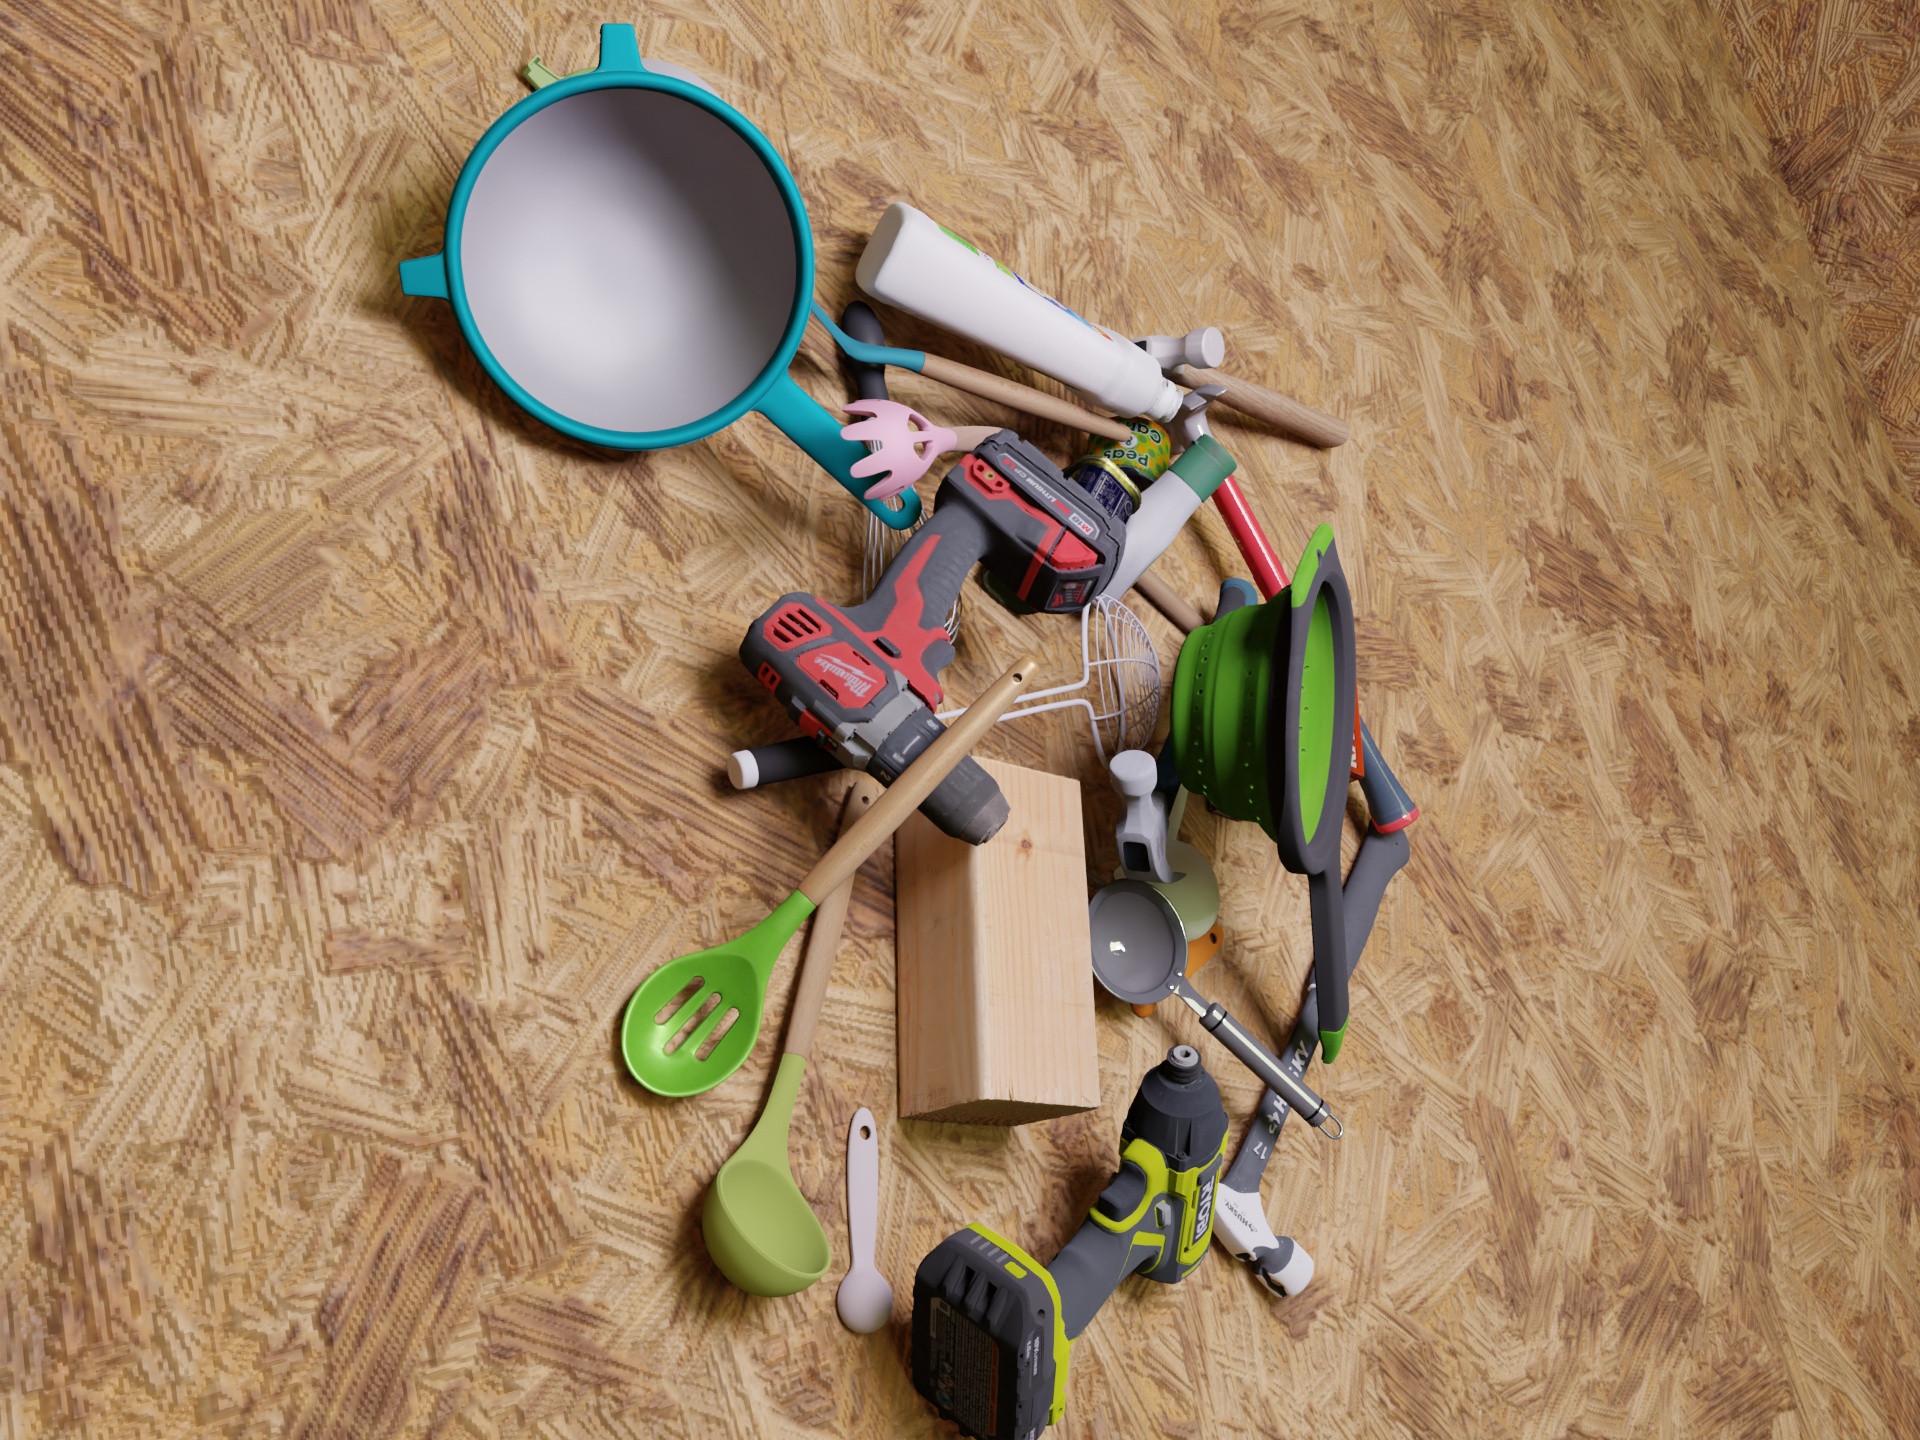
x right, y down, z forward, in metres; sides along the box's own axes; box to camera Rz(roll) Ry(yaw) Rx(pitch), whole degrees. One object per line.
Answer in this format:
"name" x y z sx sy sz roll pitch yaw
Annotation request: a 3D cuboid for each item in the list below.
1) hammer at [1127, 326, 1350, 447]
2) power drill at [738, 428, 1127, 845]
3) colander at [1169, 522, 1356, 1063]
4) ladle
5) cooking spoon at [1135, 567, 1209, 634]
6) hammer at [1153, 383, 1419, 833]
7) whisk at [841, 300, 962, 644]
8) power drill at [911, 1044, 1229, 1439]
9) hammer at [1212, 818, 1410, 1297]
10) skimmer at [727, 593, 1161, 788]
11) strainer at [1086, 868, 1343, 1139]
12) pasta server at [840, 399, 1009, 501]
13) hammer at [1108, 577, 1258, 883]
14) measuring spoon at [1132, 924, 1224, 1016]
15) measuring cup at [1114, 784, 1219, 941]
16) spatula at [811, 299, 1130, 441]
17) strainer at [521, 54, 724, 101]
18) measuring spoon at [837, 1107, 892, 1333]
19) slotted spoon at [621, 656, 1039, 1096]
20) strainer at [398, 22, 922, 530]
"hammer" 0.235 -0.273 1.339 0.331 0.130 0.031 5 89 -50
"power drill" 0.004 -0.049 0.964 0.188 0.080 0.227 42 66 9
"colander" 0.206 0.066 1.070 0.204 0.094 0.396 -53 139 -52
"ladle" -0.081 0.167 0.910 0.078 0.062 0.320 37 49 -32
"cooking spoon" 0.187 -0.074 1.261 0.318 0.017 0.069 40 51 -21
"hammer" 0.265 -0.085 1.259 0.038 0.143 0.386 -29 93 -3
"whisk" -0.050 -0.169 1.084 0.070 0.070 0.285 6 63 -38
"power drill" 0.074 0.299 0.920 0.223 0.080 0.171 -30 133 -41
"hammer" 0.262 0.213 1.188 0.149 0.036 0.409 47 48 -12
"skimmer" -0.002 -0.003 1.056 0.363 0.090 0.127 -13 99 -34
"strainer" 0.164 0.197 1.081 0.258 0.050 0.087 43 56 -1
"pasta server" -0.010 -0.184 1.051 0.316 0.040 0.060 -38 114 -73
"hammer" 0.168 -0.007 1.143 0.331 0.033 0.128 -59 147 -49
"measuring spoon" 0.158 0.176 1.132 0.117 0.011 0.021 -32 93 -43
"measuring cup" 0.161 0.084 1.155 0.083 0.038 0.168 31 56 -25
"spatula" -0.002 -0.251 1.109 0.317 0.044 0.082 12 27 -32
"strainer" -0.180 -0.330 1.034 0.151 0.069 0.256 -6 74 -41
"measuring spoon" -0.052 0.283 0.906 0.034 0.018 0.124 15 62 -34
"slotted spoon" -0.066 0.080 0.879 0.070 0.031 0.314 43 82 1
"strainer" -0.156 -0.238 0.980 0.340 0.095 0.211 40 93 -28
